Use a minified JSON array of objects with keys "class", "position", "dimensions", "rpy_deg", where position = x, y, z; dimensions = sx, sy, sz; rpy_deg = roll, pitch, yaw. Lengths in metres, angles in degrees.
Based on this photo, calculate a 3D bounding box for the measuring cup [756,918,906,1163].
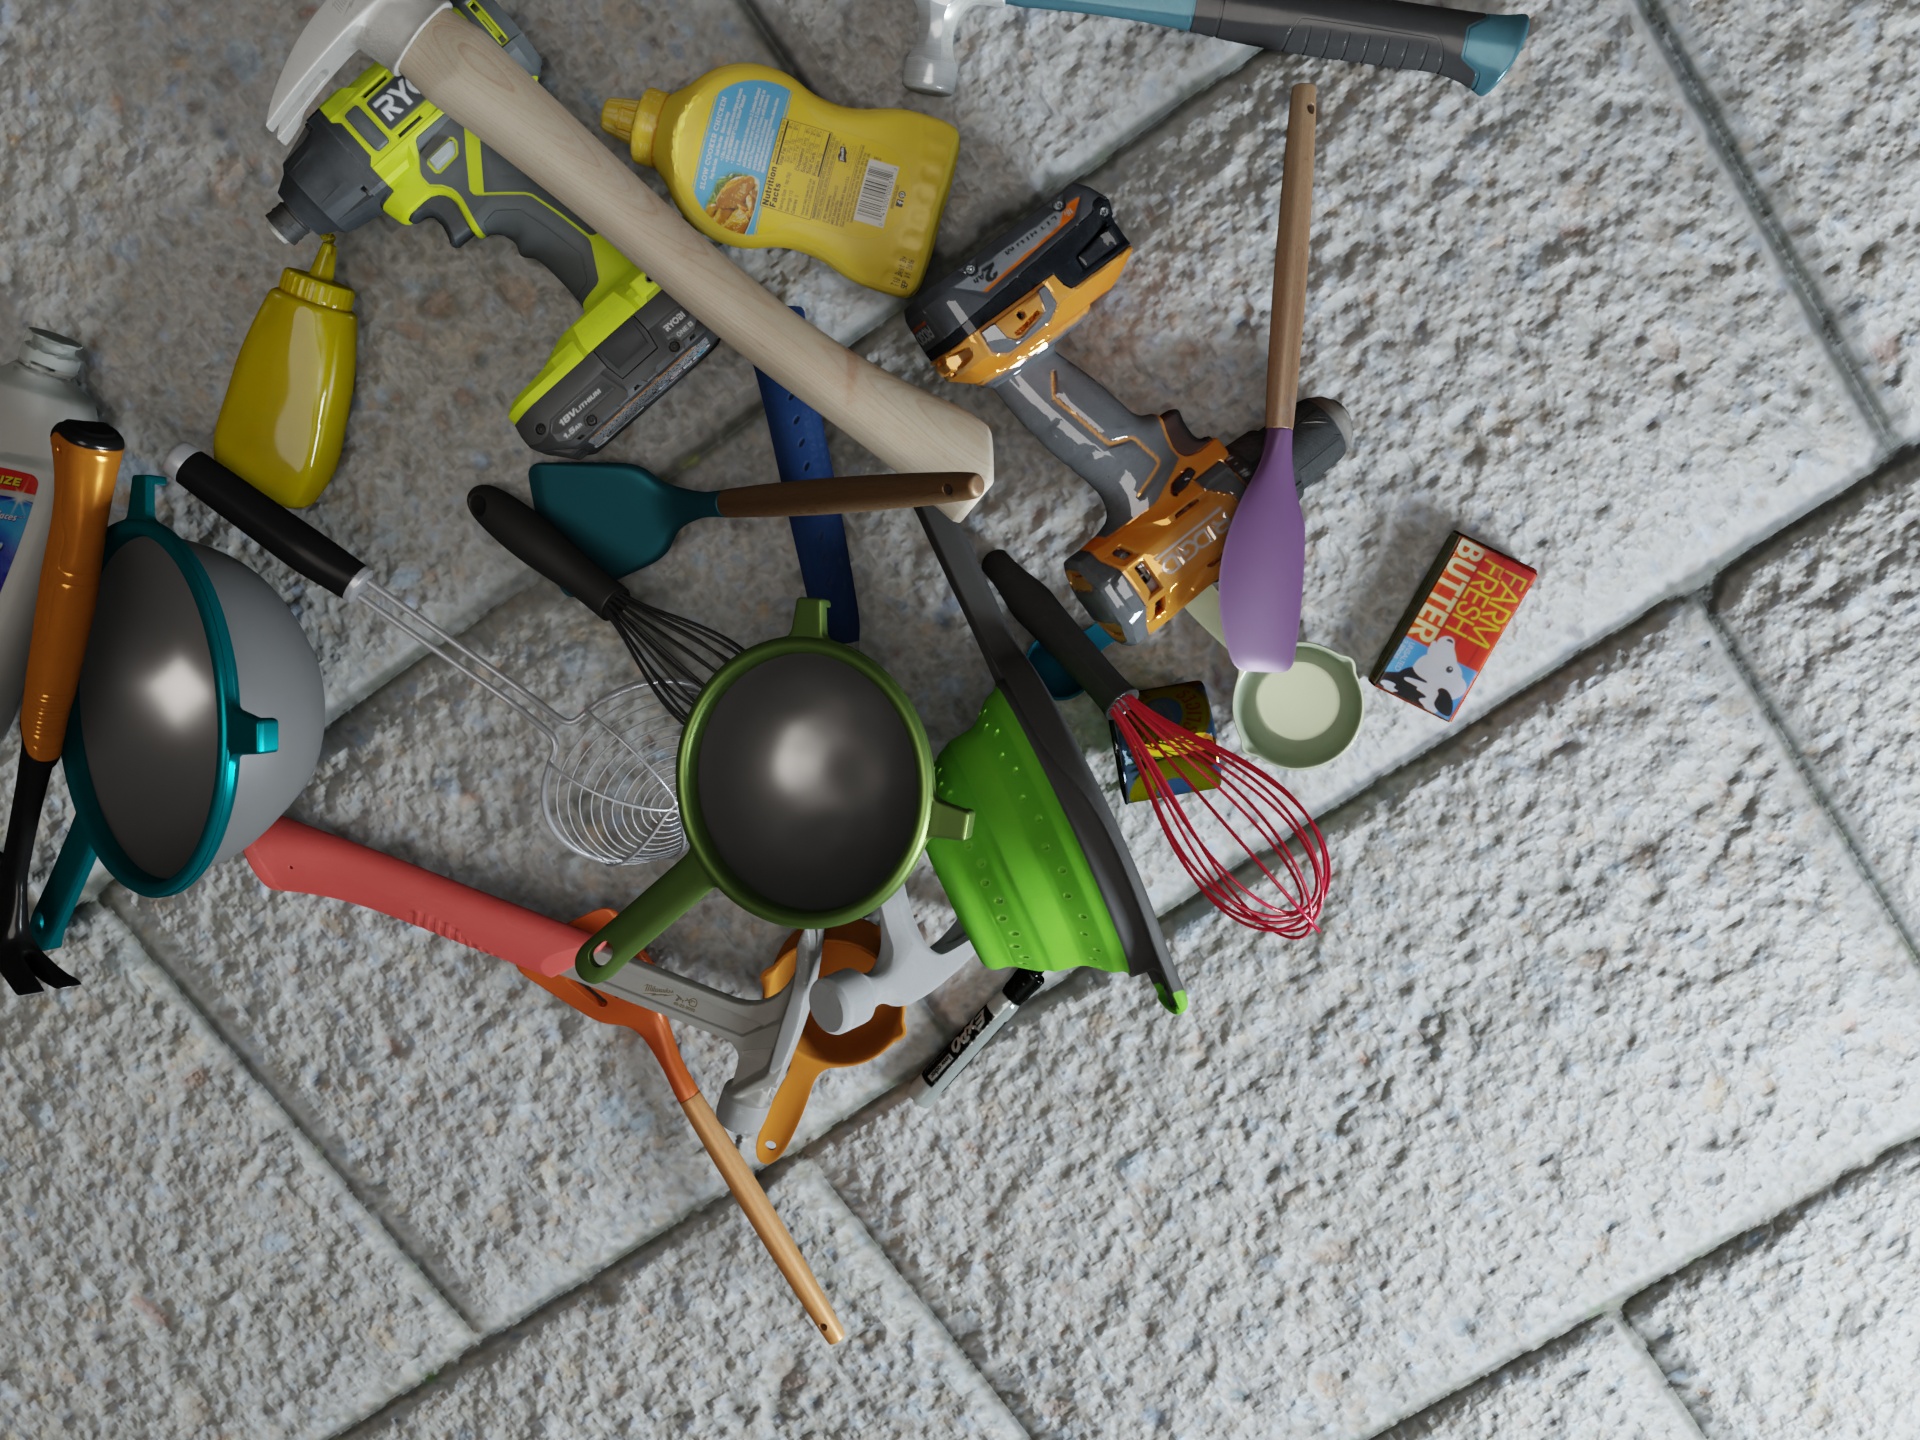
[{"class":"measuring cup","position":[-0.091,0.200,1.003],"dimensions":[0.095,0.052,0.173],"rpy_deg":[23,111,-3]}]

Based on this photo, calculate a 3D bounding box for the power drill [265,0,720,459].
[{"class":"power drill","position":[-0.252,-0.259,0.873],"dimensions":[0.171,0.080,0.223],"rpy_deg":[-42,97,0]}]

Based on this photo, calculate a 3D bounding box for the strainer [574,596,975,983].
[{"class":"strainer","position":[-0.108,0.062,0.859],"dimensions":[0.256,0.069,0.151],"rpy_deg":[-40,77,21]}]

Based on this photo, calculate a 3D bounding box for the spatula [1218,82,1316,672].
[{"class":"spatula","position":[0.173,-0.184,0.861],"dimensions":[0.059,0.018,0.316],"rpy_deg":[3,93,-30]}]

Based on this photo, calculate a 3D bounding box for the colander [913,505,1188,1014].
[{"class":"colander","position":[-0.001,-0.003,0.891],"dimensions":[0.094,0.204,0.397],"rpy_deg":[-25,83,-2]}]

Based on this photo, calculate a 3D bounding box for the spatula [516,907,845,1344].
[{"class":"spatula","position":[-0.164,0.264,1.011],"dimensions":[0.081,0.041,0.322],"rpy_deg":[-30,93,16]}]

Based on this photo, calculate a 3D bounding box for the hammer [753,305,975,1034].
[{"class":"hammer","position":[-0.064,-0.035,0.925],"dimensions":[0.035,0.144,0.405],"rpy_deg":[-6,98,44]}]

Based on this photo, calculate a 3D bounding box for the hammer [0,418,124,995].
[{"class":"hammer","position":[-0.517,-0.008,0.904],"dimensions":[0.127,0.034,0.336],"rpy_deg":[36,115,33]}]

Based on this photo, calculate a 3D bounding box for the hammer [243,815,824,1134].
[{"class":"hammer","position":[-0.263,0.123,0.963],"dimensions":[0.359,0.037,0.149],"rpy_deg":[20,108,5]}]

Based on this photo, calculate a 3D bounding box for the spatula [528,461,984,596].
[{"class":"spatula","position":[-0.117,-0.115,0.864],"dimensions":[0.318,0.044,0.082],"rpy_deg":[2,111,41]}]

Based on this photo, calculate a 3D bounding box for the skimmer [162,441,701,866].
[{"class":"skimmer","position":[-0.291,-0.044,0.929],"dimensions":[0.363,0.090,0.127],"rpy_deg":[36,96,-6]}]

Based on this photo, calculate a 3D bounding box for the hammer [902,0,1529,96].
[{"class":"hammer","position":[0.140,-0.385,0.862],"dimensions":[0.331,0.033,0.128],"rpy_deg":[8,105,-1]}]

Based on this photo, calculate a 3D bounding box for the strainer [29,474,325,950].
[{"class":"strainer","position":[-0.466,0.031,0.948],"dimensions":[0.340,0.095,0.211],"rpy_deg":[-48,64,33]}]

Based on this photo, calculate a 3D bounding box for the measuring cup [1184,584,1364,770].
[{"class":"measuring cup","position":[0.171,-0.044,0.949],"dimensions":[0.083,0.038,0.167],"rpy_deg":[-43,82,14]}]

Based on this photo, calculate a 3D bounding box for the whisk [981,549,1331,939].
[{"class":"whisk","position":[0.101,0.004,0.879],"dimensions":[0.073,0.073,0.296],"rpy_deg":[-45,63,11]}]

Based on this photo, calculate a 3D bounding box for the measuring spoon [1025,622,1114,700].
[{"class":"measuring spoon","position":[0.095,-0.059,0.947],"dimensions":[0.128,0.021,0.042],"rpy_deg":[-37,88,9]}]

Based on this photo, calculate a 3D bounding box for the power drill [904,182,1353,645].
[{"class":"power drill","position":[0.100,-0.182,0.883],"dimensions":[0.185,0.084,0.226],"rpy_deg":[-38,102,-7]}]

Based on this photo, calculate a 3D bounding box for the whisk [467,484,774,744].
[{"class":"whisk","position":[-0.199,-0.065,0.908],"dimensions":[0.239,0.055,0.055],"rpy_deg":[37,103,17]}]

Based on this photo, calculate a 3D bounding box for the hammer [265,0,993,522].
[{"class":"hammer","position":[-0.156,-0.236,0.825],"dimensions":[0.410,0.038,0.146],"rpy_deg":[39,89,-5]}]
